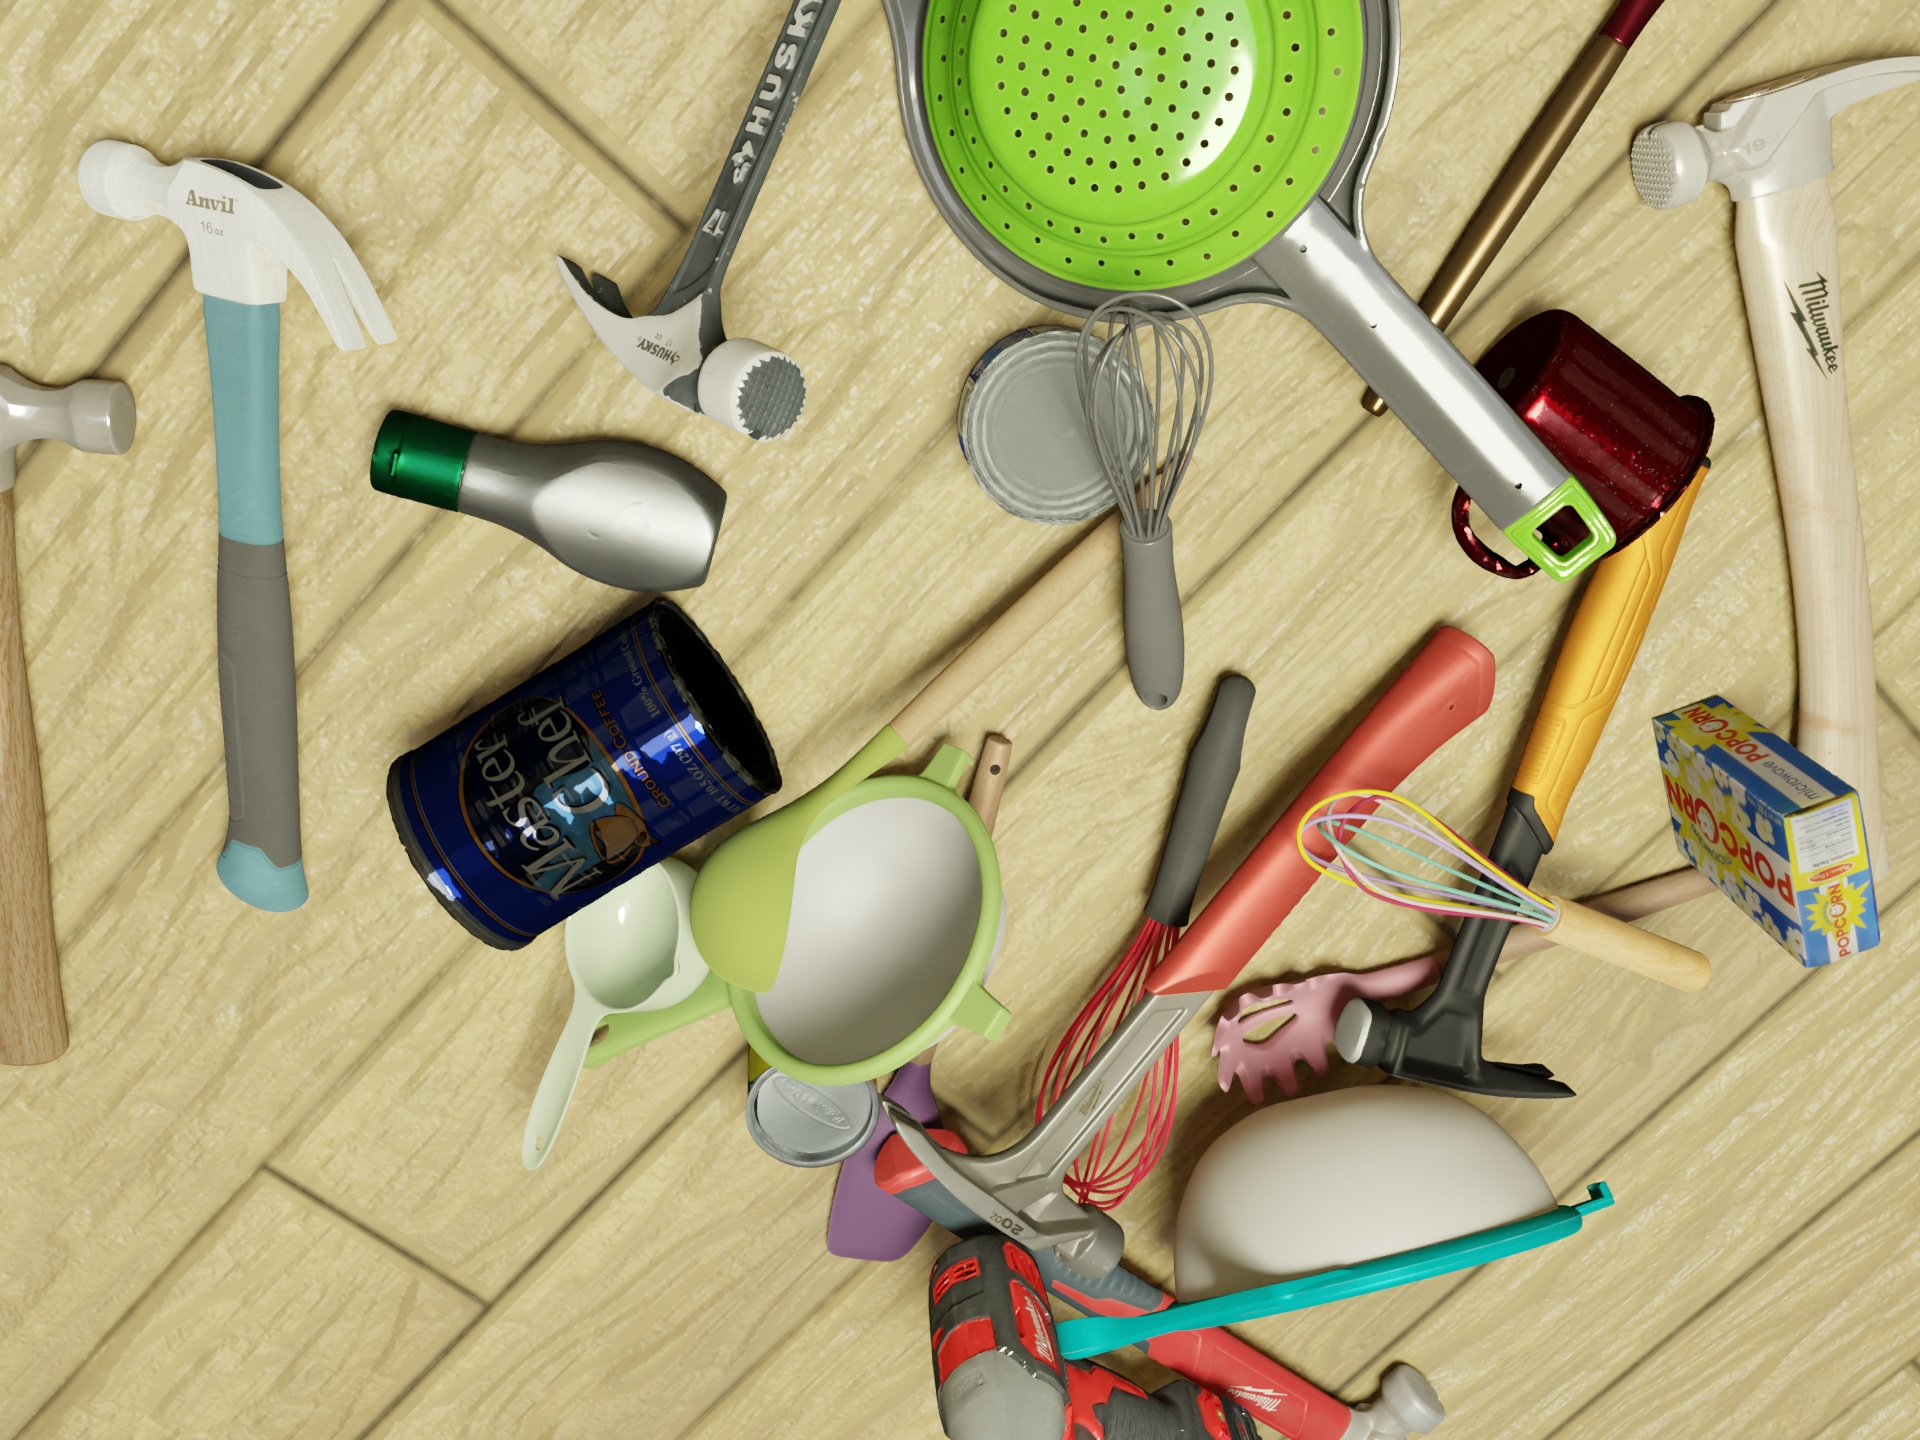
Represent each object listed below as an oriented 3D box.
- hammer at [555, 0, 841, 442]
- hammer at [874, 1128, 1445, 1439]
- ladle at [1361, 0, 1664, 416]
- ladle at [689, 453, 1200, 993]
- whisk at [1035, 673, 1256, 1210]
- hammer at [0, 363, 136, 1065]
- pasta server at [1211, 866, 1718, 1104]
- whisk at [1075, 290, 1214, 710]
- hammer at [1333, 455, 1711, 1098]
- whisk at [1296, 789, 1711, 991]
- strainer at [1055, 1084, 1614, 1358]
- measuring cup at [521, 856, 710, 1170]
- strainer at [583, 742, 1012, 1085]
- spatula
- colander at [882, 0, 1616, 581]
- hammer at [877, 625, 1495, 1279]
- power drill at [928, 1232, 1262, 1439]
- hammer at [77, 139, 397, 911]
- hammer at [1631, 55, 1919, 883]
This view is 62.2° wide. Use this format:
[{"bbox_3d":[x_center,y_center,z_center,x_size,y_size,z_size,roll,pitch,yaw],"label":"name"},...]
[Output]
[{"bbox_3d":[-0.040,-0.315,0.608,0.036,0.149,0.409,16,102,-50],"label":"hammer"},{"bbox_3d":[0.097,0.346,0.891,0.386,0.038,0.143,37,104,-21],"label":"hammer"},{"bbox_3d":[0.271,-0.271,0.696,0.069,0.031,0.315,28,107,-15],"label":"ladle"},{"bbox_3d":[-0.001,-0.002,0.729,0.320,0.078,0.062,-43,106,-5],"label":"ladle"},{"bbox_3d":[0.098,0.117,0.805,0.073,0.073,0.295,12,104,-11],"label":"whisk"},{"bbox_3d":[-0.434,0.007,0.711,0.130,0.031,0.331,4,110,-9],"label":"hammer"},{"bbox_3d":[0.279,0.126,0.839,0.316,0.040,0.060,-18,108,-1],"label":"pasta server"},{"bbox_3d":[0.084,-0.084,0.689,0.055,0.055,0.238,-14,140,-2],"label":"whisk"},{"bbox_3d":[0.298,0.029,0.786,0.127,0.034,0.337,14,102,-13],"label":"hammer"},{"bbox_3d":[0.264,0.084,0.753,0.244,0.051,0.047,21,93,-19],"label":"whisk"},{"bbox_3d":[0.150,0.229,0.758,0.211,0.095,0.340,-29,155,37],"label":"strainer"},{"bbox_3d":[-0.168,0.142,0.767,0.038,0.083,0.167,11,105,-55],"label":"measuring cup"},{"bbox_3d":[-0.076,0.127,0.774,0.256,0.152,0.069,-26,141,22],"label":"strainer"},{"bbox_3d":[-0.014,0.153,0.824,0.059,0.018,0.315,9,110,-11],"label":"spatula"},{"bbox_3d":[0.122,-0.194,0.620,0.397,0.094,0.204,45,114,-7],"label":"colander"},{"bbox_3d":[0.124,0.093,0.759,0.149,0.037,0.359,42,86,-24],"label":"hammer"},{"bbox_3d":[0.071,0.367,0.800,0.078,0.143,0.219,-40,115,13],"label":"power drill"},{"bbox_3d":[-0.306,-0.067,0.685,0.128,0.033,0.330,15,114,14],"label":"hammer"},{"bbox_3d":[0.427,-0.102,0.773,0.146,0.038,0.410,-19,112,-1],"label":"hammer"}]
